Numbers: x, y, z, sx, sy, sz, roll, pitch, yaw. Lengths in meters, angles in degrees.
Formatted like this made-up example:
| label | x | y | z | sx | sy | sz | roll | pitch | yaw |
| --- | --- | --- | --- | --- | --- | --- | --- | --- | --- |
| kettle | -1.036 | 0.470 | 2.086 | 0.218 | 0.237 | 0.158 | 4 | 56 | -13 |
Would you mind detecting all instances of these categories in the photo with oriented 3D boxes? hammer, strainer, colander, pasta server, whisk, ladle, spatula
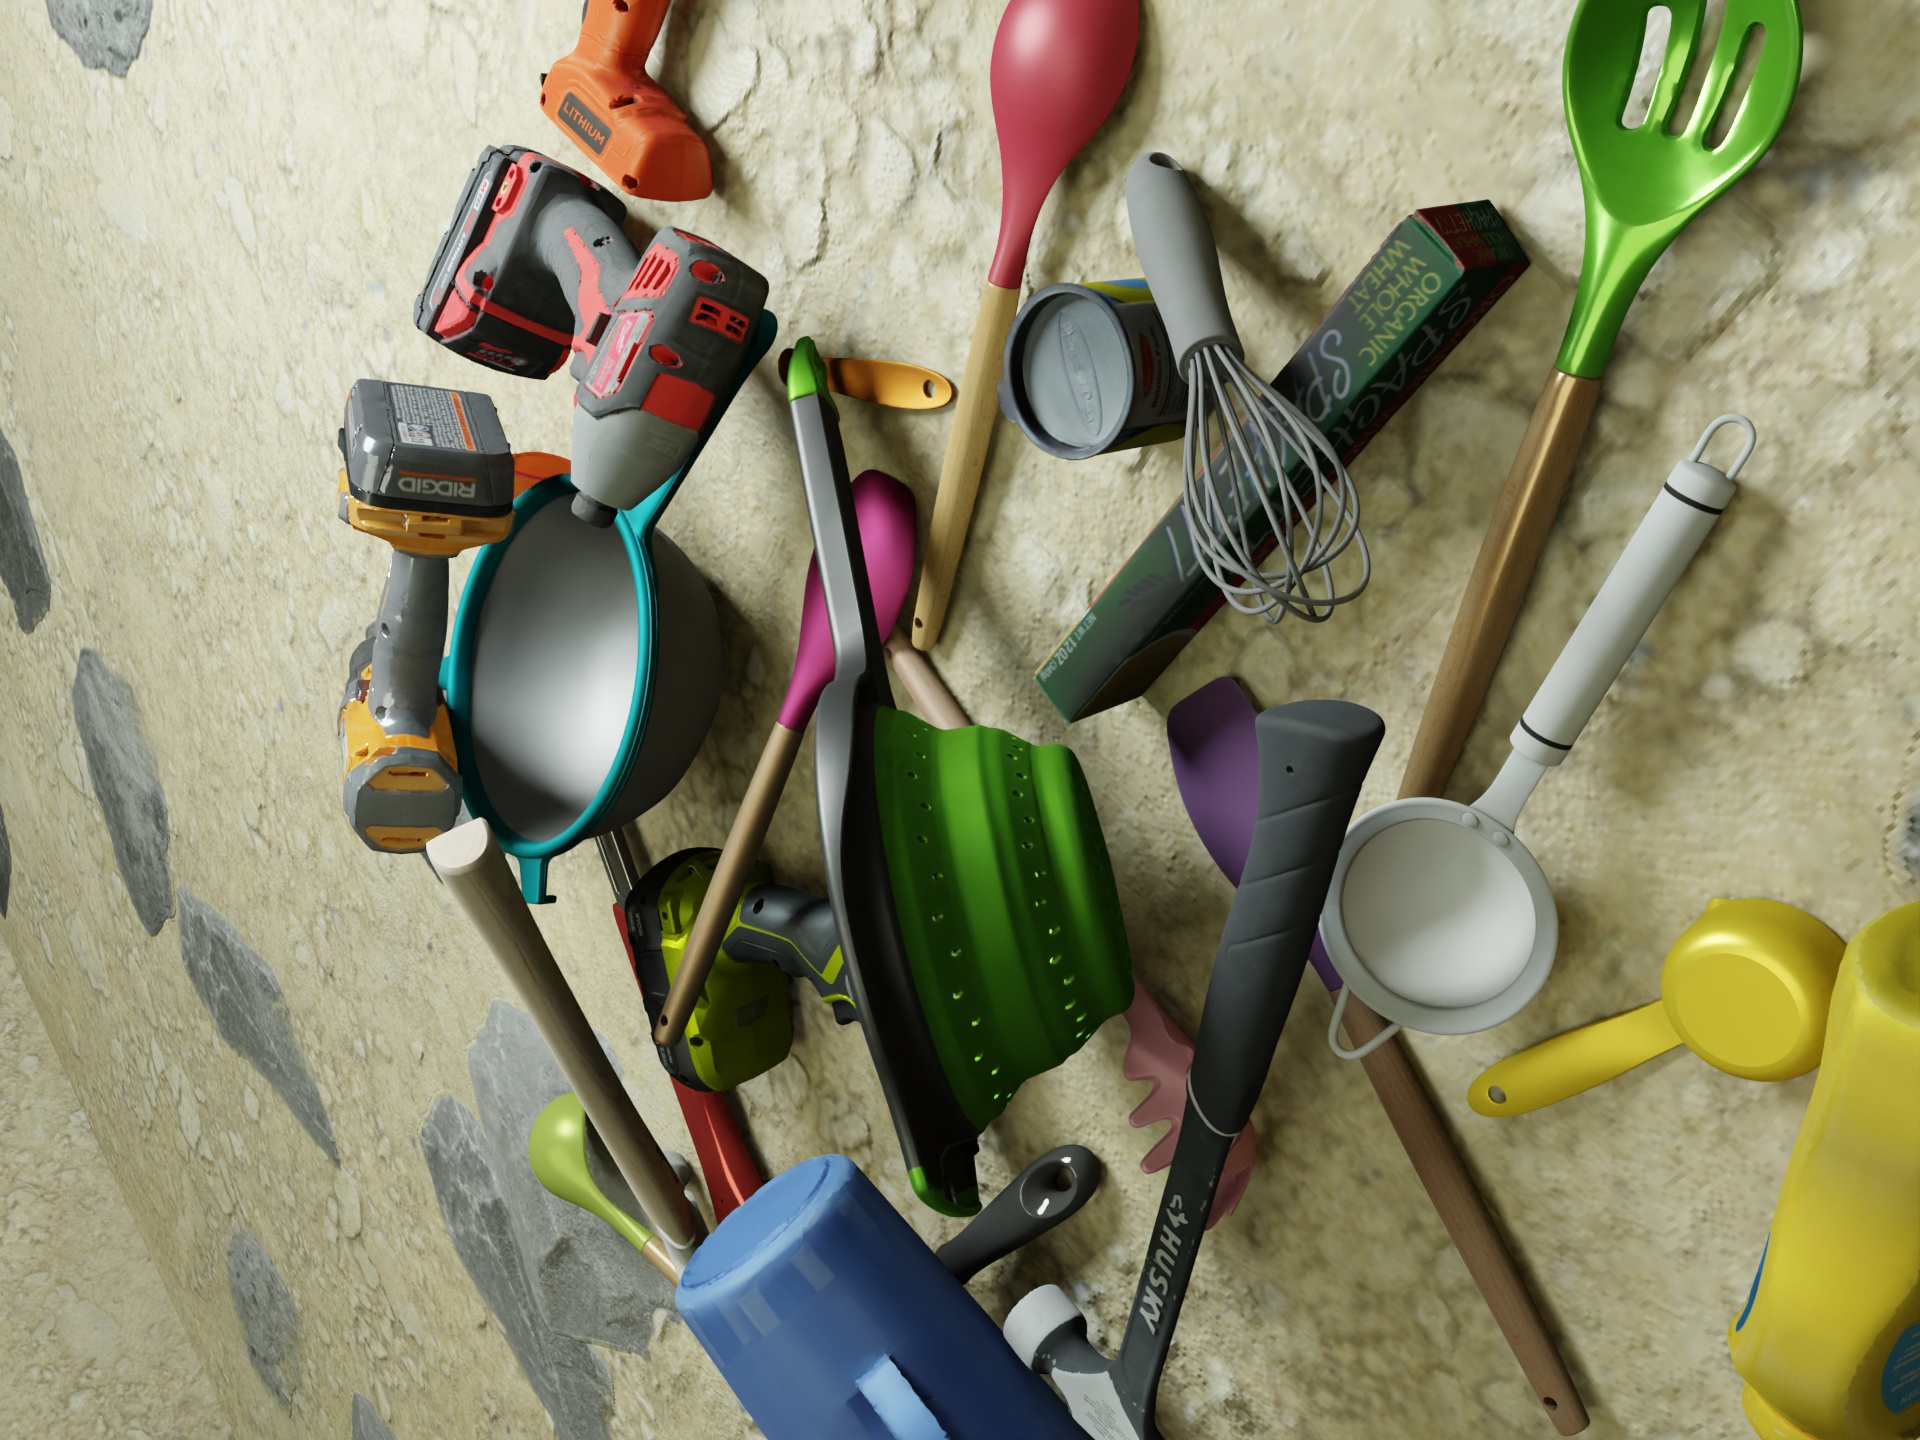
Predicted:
| label | x | y | z | sx | sy | sz | roll | pitch | yaw |
| --- | --- | --- | --- | --- | --- | --- | --- | --- | --- |
| hammer | -0.202 | 0.210 | 0.894 | 0.146 | 0.038 | 0.410 | 50 | 161 | 43 |
| strainer | 0.196 | 0.014 | 0.541 | 0.087 | 0.050 | 0.258 | 36 | 122 | 24 |
| hammer | 0.100 | 0.168 | 0.629 | 0.149 | 0.036 | 0.408 | 40 | 134 | 39 |
| colander | -0.001 | -0.002 | 0.673 | 0.094 | 0.204 | 0.397 | -14 | 68 | 6 |
| pasta server | 0.041 | 0.082 | 0.731 | 0.316 | 0.040 | 0.060 | 57 | 144 | 18 |
| whisk | 0.088 | -0.123 | 0.537 | 0.055 | 0.055 | 0.239 | -55 | 32 | 42 |
| ladle | -0.183 | 0.365 | 1.077 | 0.320 | 0.062 | 0.078 | 33 | 132 | 27 |
| ladle | 0.013 | -0.164 | 0.684 | 0.069 | 0.031 | 0.315 | 38 | 130 | 32 |
| strainer | -0.163 | -0.072 | 0.865 | 0.340 | 0.095 | 0.211 | -53 | 51 | 25 |
| whisk | -0.015 | 0.301 | 0.857 | 0.073 | 0.073 | 0.295 | 55 | 130 | 18 |
| spatula | 0.163 | 0.129 | 0.631 | 0.059 | 0.018 | 0.316 | -39 | 74 | 47 |
| hammer | -0.199 | 0.162 | 1.017 | 0.149 | 0.036 | 0.359 | -23 | 86 | 48 |

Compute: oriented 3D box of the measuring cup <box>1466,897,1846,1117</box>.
| label | x | y | z | sx | sy | sz | roll | pitch | yaw |
| --- | --- | --- | --- | --- | --- | --- | --- | --- | --- |
| measuring cup | 0.229 | 0.112 | 0.545 | 0.156 | 0.029 | 0.062 | -42 | 72 | 44 |

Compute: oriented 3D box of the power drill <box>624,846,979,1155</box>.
| label | x | y | z | sx | sy | sz | roll | pitch | yaw |
| --- | --- | --- | --- | --- | --- | --- | --- | --- | --- |
| power drill | -0.076 | 0.143 | 0.851 | 0.223 | 0.080 | 0.171 | -5 | 99 | 44 |

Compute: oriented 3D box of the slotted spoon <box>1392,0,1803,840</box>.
| label | x | y | z | sx | sy | sz | roll | pitch | yaw |
| --- | --- | --- | --- | --- | --- | --- | --- | --- | --- |
| slotted spoon | 0.191 | -0.090 | 0.519 | 0.070 | 0.031 | 0.313 | 34 | 128 | 35 |

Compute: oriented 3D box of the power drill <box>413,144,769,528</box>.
| label | x | y | z | sx | sy | sz | roll | pitch | yaw |
| --- | --- | --- | --- | --- | --- | --- | --- | --- | --- |
| power drill | -0.189 | -0.195 | 0.799 | 0.220 | 0.078 | 0.143 | 41 | 108 | 41 |

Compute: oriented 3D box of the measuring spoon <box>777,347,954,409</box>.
| label | x | y | z | sx | sy | sz | roll | pitch | yaw |
| --- | --- | --- | --- | --- | --- | --- | --- | --- | --- |
| measuring spoon | -0.045 | -0.163 | 0.760 | 0.117 | 0.011 | 0.021 | 18 | 115 | 38 |

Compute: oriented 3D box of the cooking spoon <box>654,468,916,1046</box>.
| label | x | y | z | sx | sy | sz | roll | pitch | yaw |
| --- | --- | --- | --- | --- | --- | --- | --- | --- | --- |
| cooking spoon | -0.094 | 0.026 | 0.800 | 0.069 | 0.017 | 0.319 | 32 | 106 | 36 |

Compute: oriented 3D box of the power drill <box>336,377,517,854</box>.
| label | x | y | z | sx | sy | sz | roll | pitch | yaw |
| --- | --- | --- | --- | --- | --- | --- | --- | --- | --- |
| power drill | -0.302 | -0.067 | 0.869 | 0.186 | 0.084 | 0.226 | -127 | 46 | -54 |
